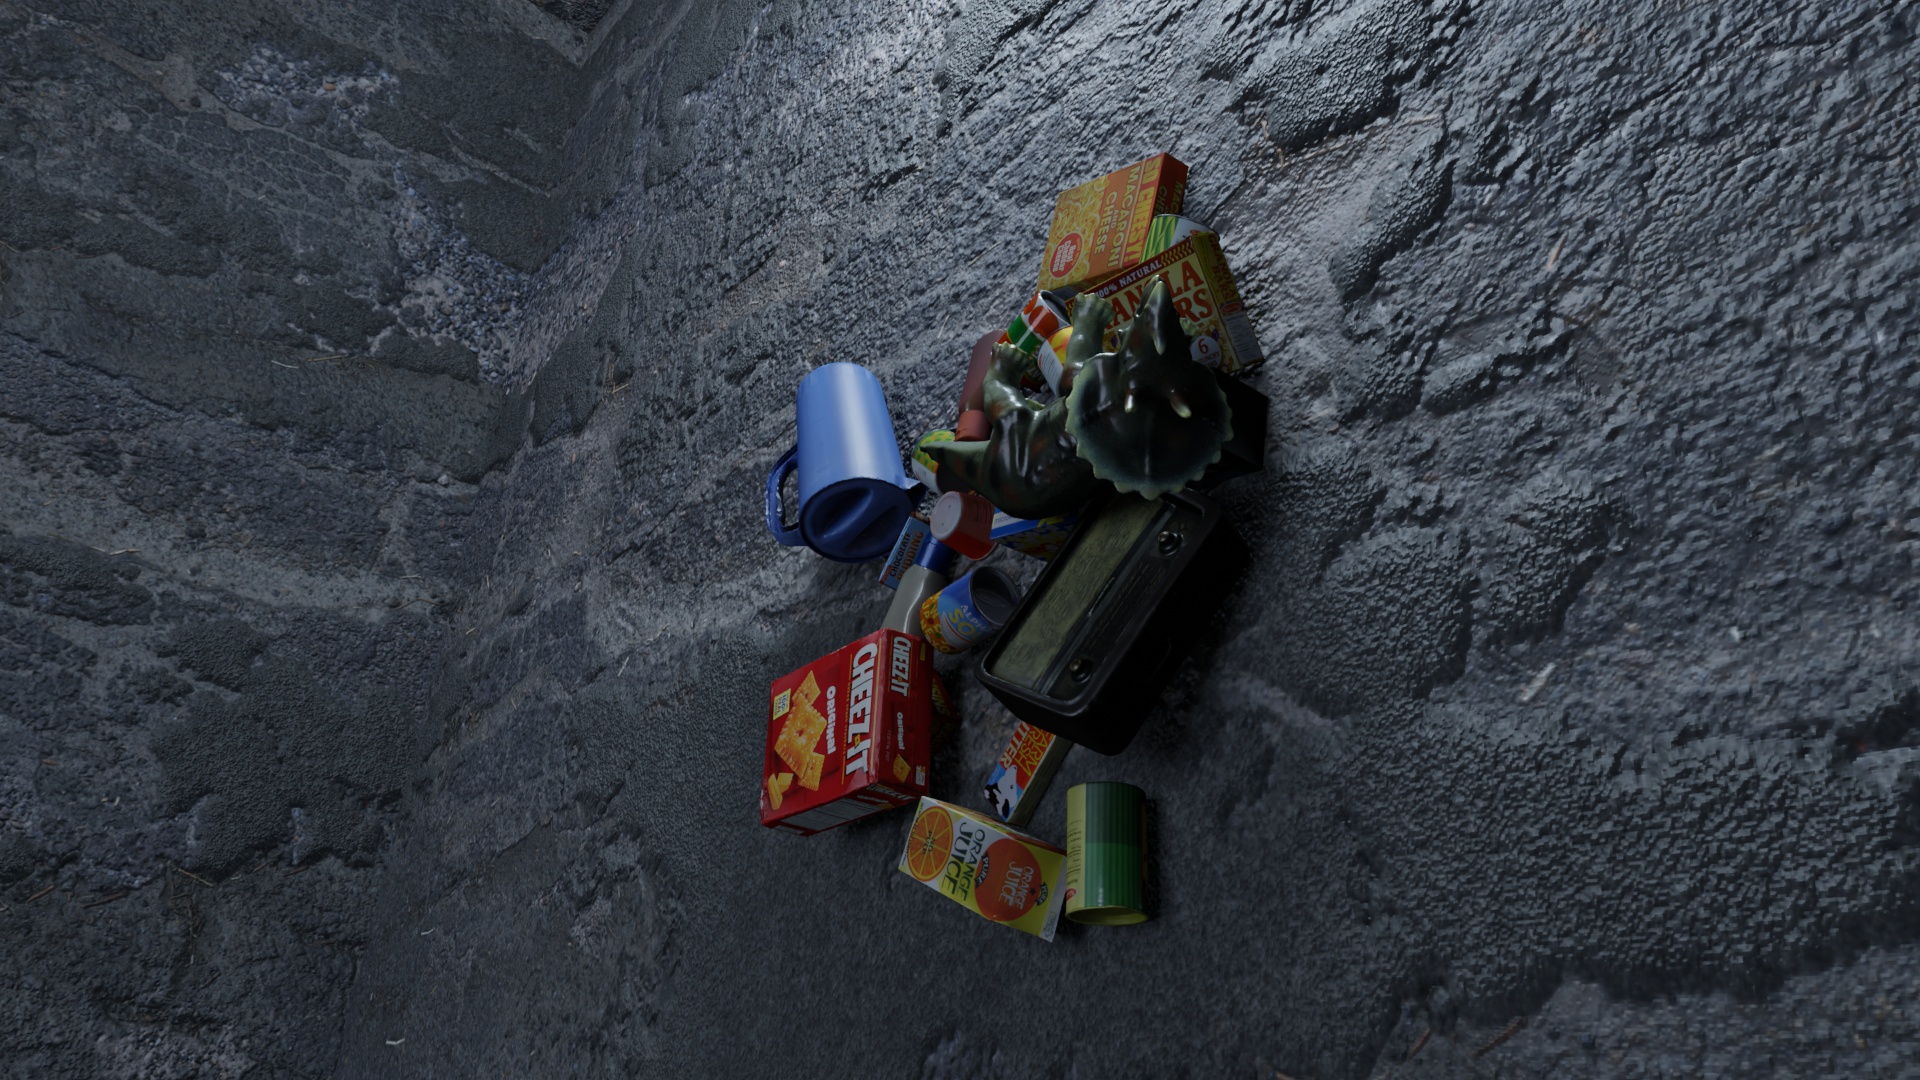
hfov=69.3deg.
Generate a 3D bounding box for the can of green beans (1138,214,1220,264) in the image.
[{"bbox_3d":[0.204,-0.266,1.304,0.071,0.071,0.058,14,84,57],"label":"can of green beans"}]

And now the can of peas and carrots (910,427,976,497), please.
[{"bbox_3d":[-0.011,-0.083,1.508,0.059,0.071,0.071,38,104,55],"label":"can of peas and carrots"}]

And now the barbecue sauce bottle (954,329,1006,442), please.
[{"bbox_3d":[0.024,-0.155,1.488,0.064,0.043,0.149,-40,29,48],"label":"barbecue sauce bottle"}]

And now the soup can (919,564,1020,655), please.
[{"bbox_3d":[0.009,0.073,1.389,0.083,0.071,0.071,-34,47,42],"label":"soup can"}]

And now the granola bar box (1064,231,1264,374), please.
[{"bbox_3d":[0.181,-0.191,1.264,0.165,0.039,0.124,-21,90,49],"label":"granola bar box"}]

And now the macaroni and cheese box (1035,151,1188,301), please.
[{"bbox_3d":[0.155,-0.316,1.427,0.166,0.040,0.124,-5,68,54],"label":"macaroni and cheese box"}]

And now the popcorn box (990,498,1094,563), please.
[{"bbox_3d":[0.099,-0.014,1.293,0.126,0.085,0.038,-15,59,51],"label":"popcorn box"}]

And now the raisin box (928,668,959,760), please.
[{"bbox_3d":[-0.058,0.199,1.438,0.123,0.040,0.086,-56,34,21],"label":"raisin box"}]

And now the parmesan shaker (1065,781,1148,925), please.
[{"bbox_3d":[0.120,0.253,1.127,0.071,0.071,0.103,-27,50,45],"label":"parmesan shaker"}]

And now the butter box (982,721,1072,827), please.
[{"bbox_3d":[0.063,0.205,1.276,0.103,0.024,0.053,-62,34,10],"label":"butter box"}]

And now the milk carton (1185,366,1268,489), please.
[{"bbox_3d":[0.175,-0.085,1.235,0.190,0.073,0.072,-16,59,51],"label":"milk carton"}]

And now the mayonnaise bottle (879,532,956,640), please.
[{"bbox_3d":[-0.046,0.065,1.496,0.065,0.041,0.148,22,89,57],"label":"mayonnaise bottle"}]

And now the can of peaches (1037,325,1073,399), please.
[{"bbox_3d":[0.118,-0.171,1.375,0.071,0.071,0.058,-52,37,24],"label":"can of peaches"}]

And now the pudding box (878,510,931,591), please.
[{"bbox_3d":[-0.059,0.012,1.537,0.083,0.030,0.050,-63,2,8],"label":"pudding box"}]

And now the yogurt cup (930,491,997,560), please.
[{"bbox_3d":[0.005,-0.018,1.458,0.072,0.054,0.073,-30,50,43],"label":"yogurt cup"}]

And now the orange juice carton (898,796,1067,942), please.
[{"bbox_3d":[0.032,0.290,1.227,0.192,0.073,0.072,9,80,56],"label":"orange juice carton"}]

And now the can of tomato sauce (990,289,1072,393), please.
[{"bbox_3d":[0.083,-0.207,1.444,0.082,0.071,0.071,-50,38,26],"label":"can of tomato sauce"}]
